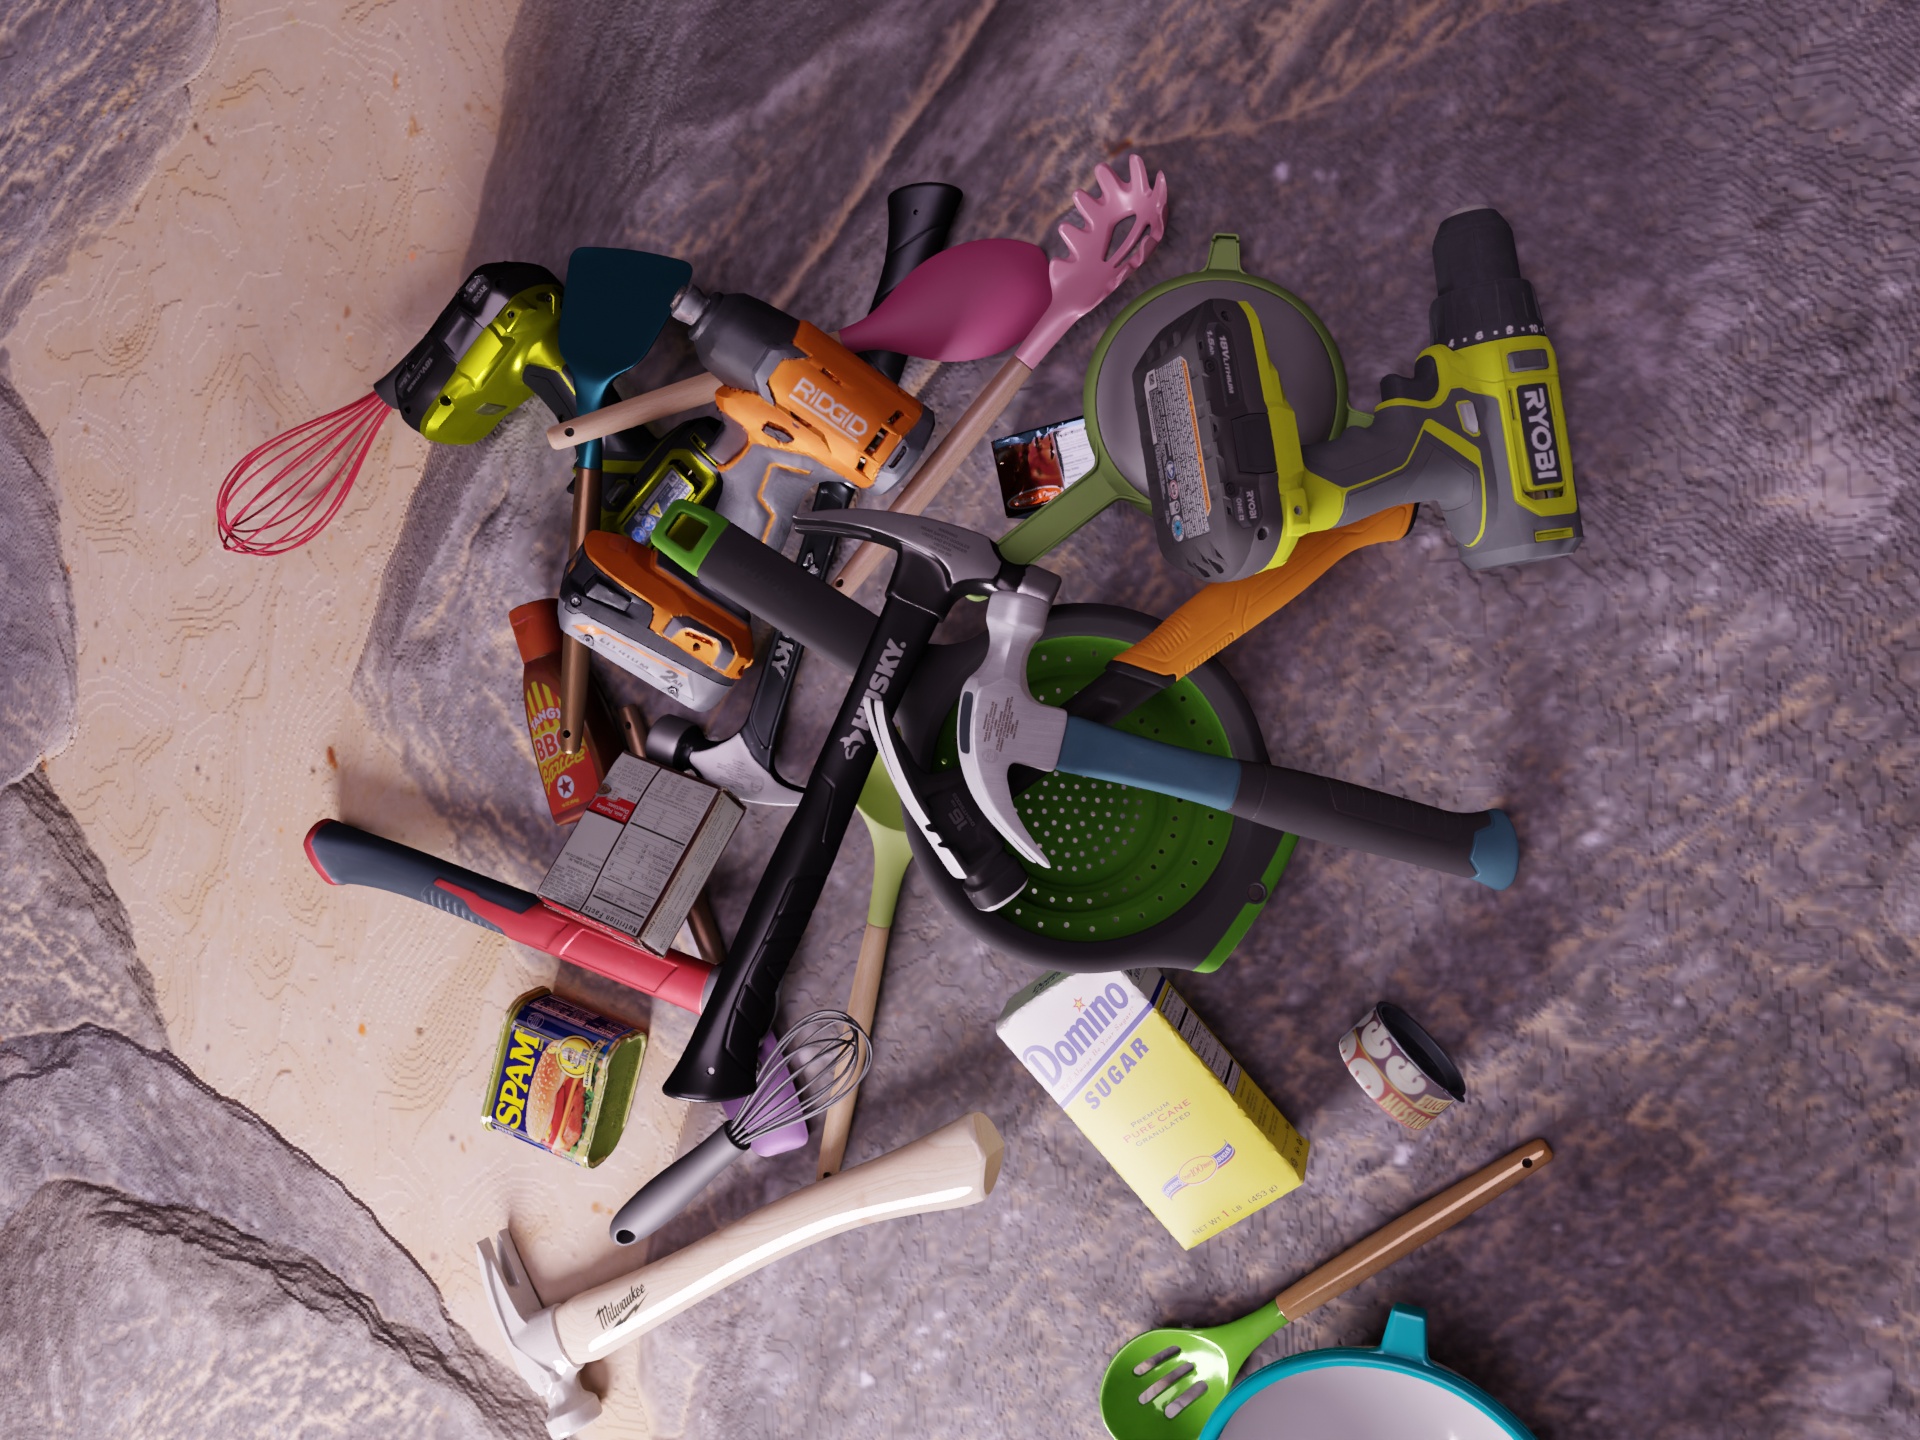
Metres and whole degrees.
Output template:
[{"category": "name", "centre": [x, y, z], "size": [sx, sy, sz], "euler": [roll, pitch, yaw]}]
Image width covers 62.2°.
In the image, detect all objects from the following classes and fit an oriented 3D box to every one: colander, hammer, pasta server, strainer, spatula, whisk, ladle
[{"category": "colander", "centre": [-0.001, -0.003, 0.916], "size": [0.397, 0.094, 0.204], "euler": [33, 82, 3]}, {"category": "hammer", "centre": [-0.291, 0.121, 1.084], "size": [0.386, 0.038, 0.143], "euler": [17, 102, 22]}, {"category": "hammer", "centre": [-0.077, 0.044, 0.842], "size": [0.146, 0.035, 0.335], "euler": [23, 82, 0]}, {"category": "pasta server", "centre": [0.017, -0.195, 0.948], "size": [0.060, 0.040, 0.316], "euler": [44, 100, 27]}, {"category": "hammer", "centre": [0.153, 0.035, 0.831], "size": [0.330, 0.033, 0.128], "euler": [14, 90, -18]}, {"category": "strainer", "centre": [0.101, -0.152, 0.888], "size": [0.256, 0.069, 0.151], "euler": [-37, 86, 3]}, {"category": "hammer", "centre": [0.110, -0.046, 0.849], "size": [0.337, 0.034, 0.127], "euler": [-35, 104, -13]}, {"category": "hammer", "centre": [-0.077, -0.137, 1.004], "size": [0.149, 0.036, 0.409], "euler": [22, 100, 17]}, {"category": "spatula", "centre": [-0.174, 0.139, 1.064], "size": [0.060, 0.018, 0.316], "euler": [-21, 87, 23]}, {"category": "whisk", "centre": [-0.144, 0.262, 1.004], "size": [0.239, 0.055, 0.055], "euler": [-43, 79, 18]}, {"category": "ladle", "centre": [-0.058, 0.157, 1.003], "size": [0.078, 0.062, 0.320], "euler": [12, 100, -1]}, {"category": "strainer", "centre": [0.278, 0.484, 0.877], "size": [0.211, 0.095, 0.340], "euler": [-41, 81, 20]}, {"category": "spatula", "centre": [-0.228, -0.134, 0.999], "size": [0.082, 0.044, 0.317], "euler": [11, 104, 12]}, {"category": "hammer", "centre": [-0.150, 0.339, 1.044], "size": [0.410, 0.038, 0.146], "euler": [-31, 81, 23]}, {"category": "whisk", "centre": [-0.415, -0.214, 1.114], "size": [0.296, 0.073, 0.073], "euler": [-38, 80, 12]}]

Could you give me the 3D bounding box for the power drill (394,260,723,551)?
[{"category": "power drill", "centre": [-0.258, -0.176, 1.049], "size": [0.223, 0.080, 0.171], "euler": [45, 106, 9]}]

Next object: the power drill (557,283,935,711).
[{"category": "power drill", "centre": [-0.144, -0.135, 0.938], "size": [0.164, 0.084, 0.226], "euler": [33, 105, -21]}]

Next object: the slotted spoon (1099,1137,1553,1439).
[{"category": "slotted spoon", "centre": [0.211, 0.333, 0.928], "size": [0.313, 0.031, 0.070], "euler": [-39, 80, 16]}]

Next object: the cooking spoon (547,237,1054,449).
[{"category": "cooking spoon", "centre": [-0.095, -0.219, 0.957], "size": [0.319, 0.017, 0.068], "euler": [-19, 96, -1]}]

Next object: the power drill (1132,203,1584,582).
[{"category": "power drill", "centre": [0.211, -0.166, 0.825], "size": [0.228, 0.080, 0.190], "euler": [-9, 90, -19]}]
